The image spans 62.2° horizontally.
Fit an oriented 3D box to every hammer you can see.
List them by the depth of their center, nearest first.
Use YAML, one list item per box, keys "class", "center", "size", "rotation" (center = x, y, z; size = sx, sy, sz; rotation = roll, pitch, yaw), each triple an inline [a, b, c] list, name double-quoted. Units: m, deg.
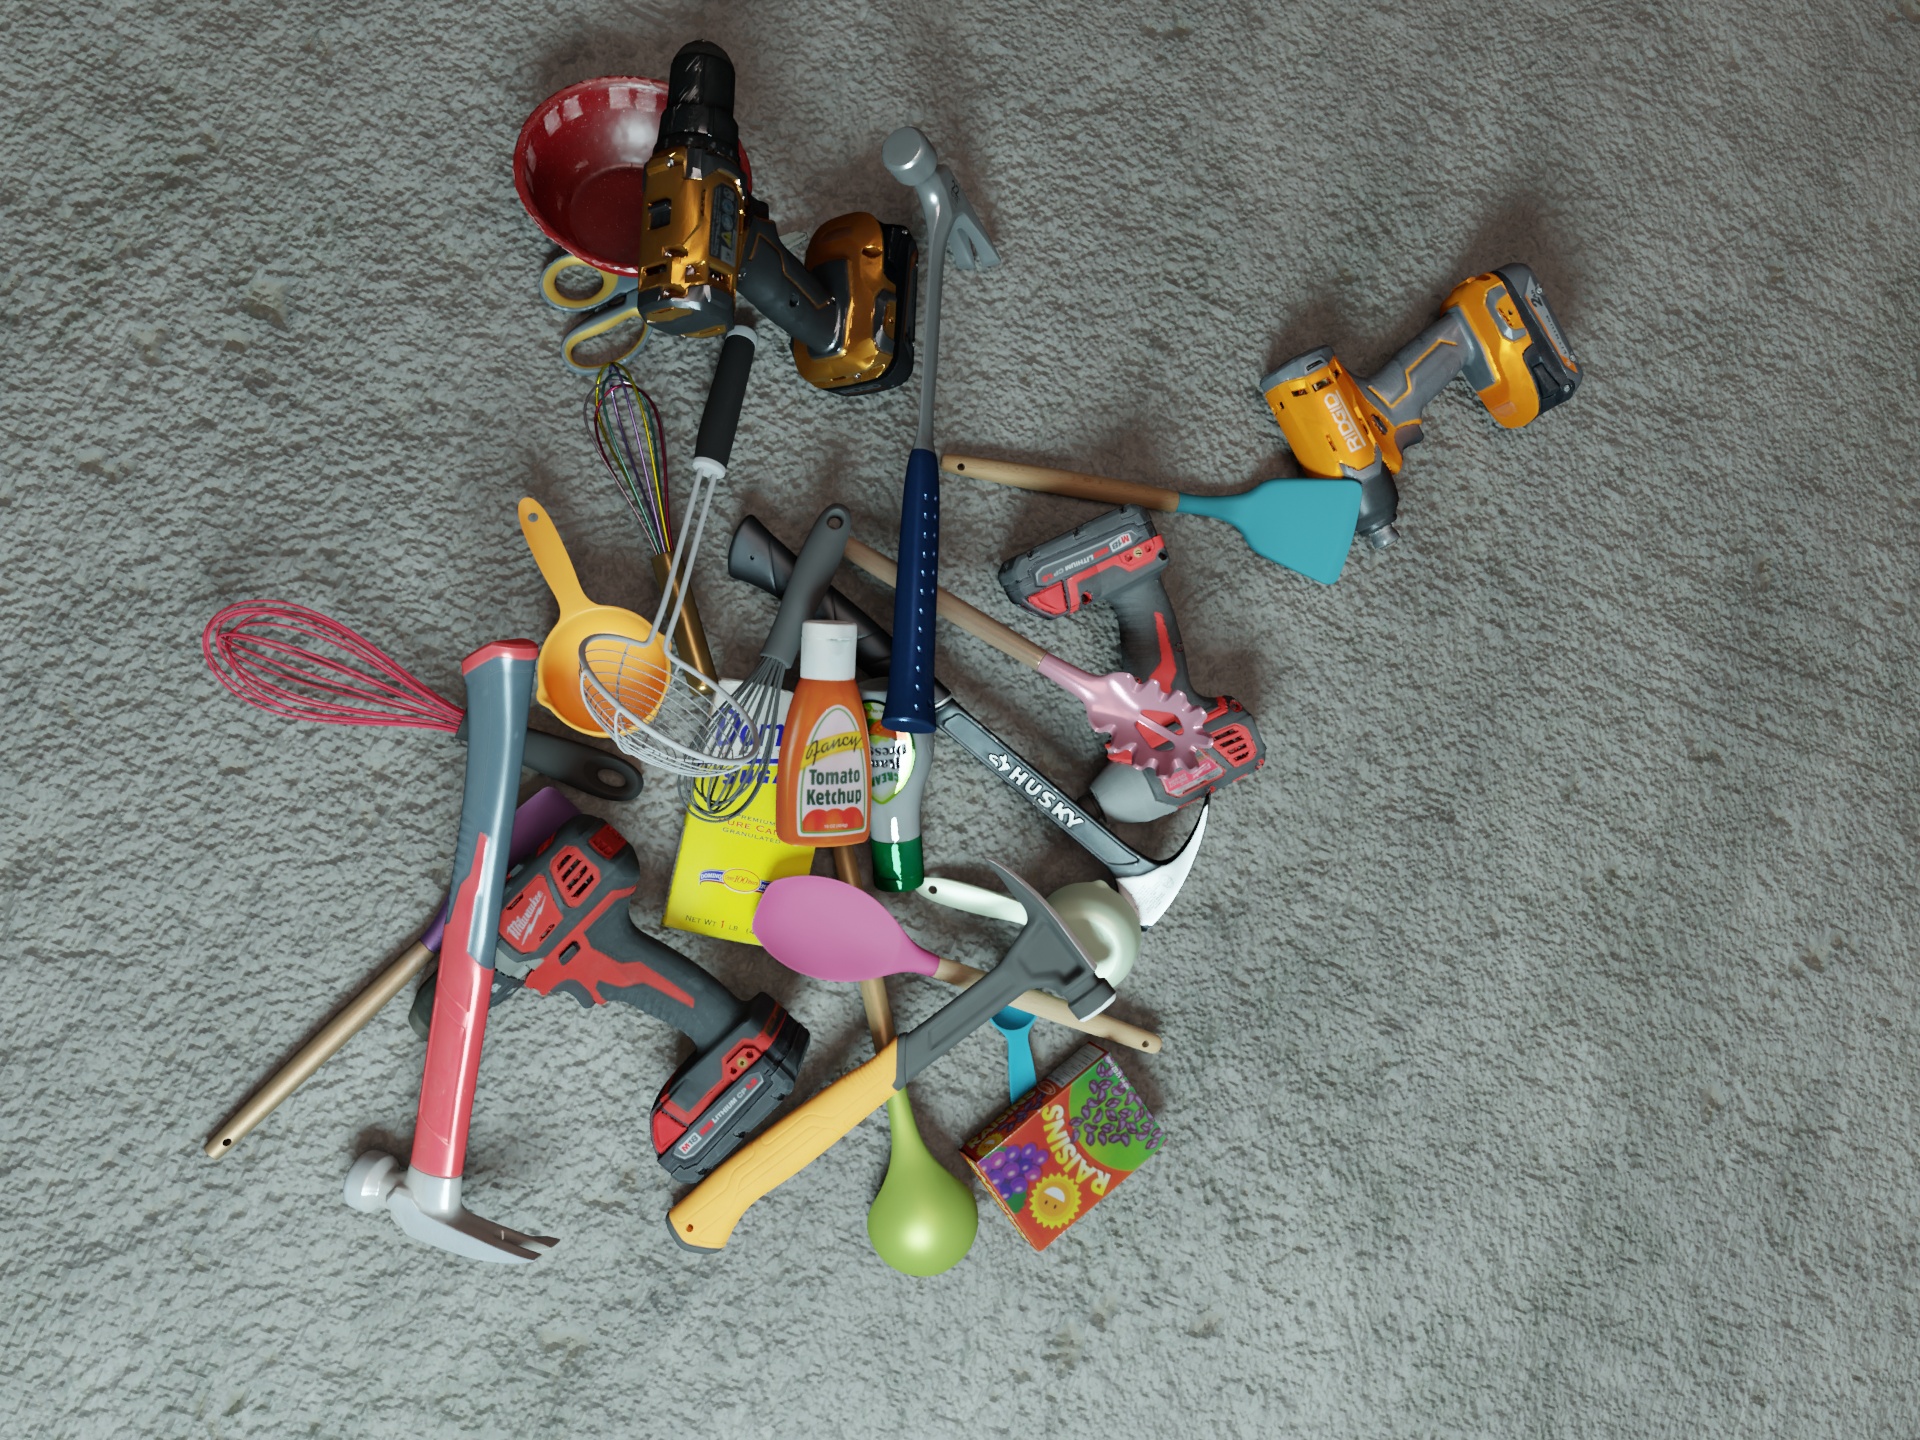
- class: "hammer"
  center: [-0.289, 0.142, 0.980]
  size: [0.143, 0.038, 0.386]
  rotation: [14, 100, 16]
- class: "hammer"
  center: [-0.064, 0.237, 1.068]
  size: [0.337, 0.034, 0.127]
  rotation: [-38, 85, 2]
- class: "hammer"
  center: [-0.021, -0.191, 1.096]
  size: [0.035, 0.144, 0.406]
  rotation: [-3, 76, 23]
- class: "hammer"
  center: [-0.002, -0.004, 1.129]
  size: [0.409, 0.036, 0.149]
  rotation: [40, 110, -2]

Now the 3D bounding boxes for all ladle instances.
- class: "ladle"
  center: [-0.053, 0.228, 1.118]
  size: [0.078, 0.062, 0.320]
  rotation: [-12, 80, -7]

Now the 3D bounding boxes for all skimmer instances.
- class: "skimmer"
  center: [-0.163, -0.128, 1.046]
  size: [0.127, 0.090, 0.364]
  rotation: [26, 58, -30]

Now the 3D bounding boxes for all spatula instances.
- class: "spatula"
  center: [-0.370, 0.169, 1.052]
  size: [0.316, 0.018, 0.059]
  rotation: [-45, 117, -13]
- class: "spatula"
  center: [0.141, -0.168, 1.198]
  size: [0.317, 0.044, 0.082]
  rotation: [8, 110, -11]

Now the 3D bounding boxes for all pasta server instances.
- class: "pasta server"
  center: [0.033, -0.056, 1.106]
  size: [0.316, 0.040, 0.060]
  rotation: [31, 94, 8]

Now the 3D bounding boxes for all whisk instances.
- class: "whisk"
  center: [-0.351, -0.005, 1.059]
  size: [0.295, 0.073, 0.073]
  rotation: [22, 80, -17]
- class: "whisk"
  center: [-0.127, -0.043, 1.075]
  size: [0.055, 0.055, 0.239]
  rotation: [25, 76, -10]
- class: "whisk"
  center: [-0.211, -0.133, 1.101]
  size: [0.047, 0.051, 0.245]
  rotation: [-20, 83, 17]

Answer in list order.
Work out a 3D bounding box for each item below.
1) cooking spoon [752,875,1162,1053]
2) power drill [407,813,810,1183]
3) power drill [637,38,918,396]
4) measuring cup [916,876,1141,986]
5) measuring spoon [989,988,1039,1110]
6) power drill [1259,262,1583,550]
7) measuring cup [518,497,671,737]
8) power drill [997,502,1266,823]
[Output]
- class: "cooking spoon"
  center: [0.005, 0.180, 1.112]
  size: [0.318, 0.017, 0.069]
  rotation: [22, 93, -18]
- class: "power drill"
  center: [-0.232, 0.195, 1.040]
  size: [0.226, 0.080, 0.188]
  rotation: [44, 100, -6]
- class: "power drill"
  center: [-0.123, -0.329, 1.070]
  size: [0.226, 0.084, 0.185]
  rotation: [11, 79, -54]
- class: "measuring cup"
  center: [0.044, 0.144, 1.123]
  size: [0.167, 0.038, 0.083]
  rotation: [15, 110, 6]
- class: "measuring spoon"
  center: [0.040, 0.245, 1.148]
  size: [0.042, 0.021, 0.128]
  rotation: [-8, 95, -19]
- class: "power drill"
  center: [0.365, -0.243, 1.244]
  size: [0.226, 0.084, 0.164]
  rotation: [-28, 92, -10]
- class: "measuring cup"
  center: [-0.259, -0.069, 1.088]
  size: [0.095, 0.052, 0.173]
  rotation: [-25, 87, -9]
- class: "power drill"
  center: [0.117, -0.035, 1.160]
  size: [0.143, 0.078, 0.219]
  rotation: [-26, 95, -4]
